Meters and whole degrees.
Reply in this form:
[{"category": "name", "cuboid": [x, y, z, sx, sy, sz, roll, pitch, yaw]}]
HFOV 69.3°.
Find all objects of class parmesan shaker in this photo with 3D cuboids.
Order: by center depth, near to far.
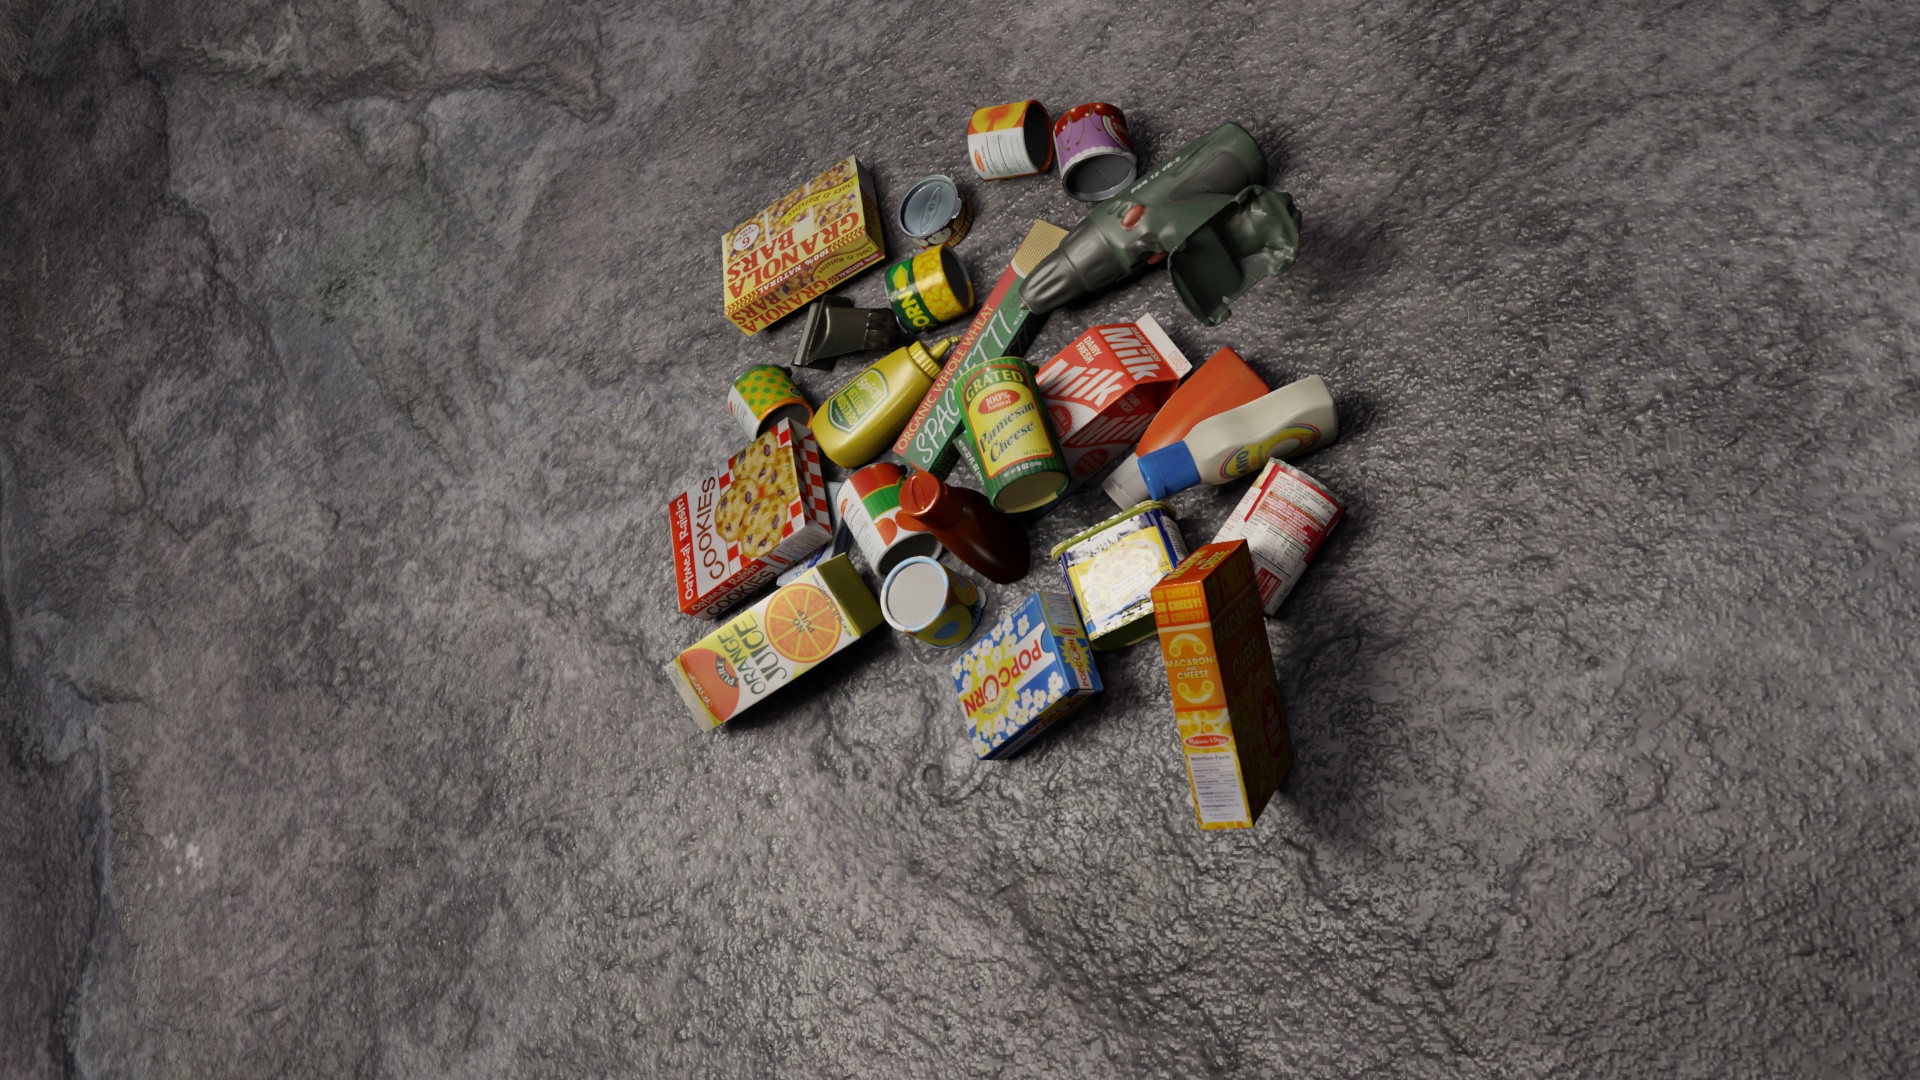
[{"category": "parmesan shaker", "cuboid": [0.043, -0.082, 1.075, 0.071, 0.071, 0.103, -27, 64, 19]}]

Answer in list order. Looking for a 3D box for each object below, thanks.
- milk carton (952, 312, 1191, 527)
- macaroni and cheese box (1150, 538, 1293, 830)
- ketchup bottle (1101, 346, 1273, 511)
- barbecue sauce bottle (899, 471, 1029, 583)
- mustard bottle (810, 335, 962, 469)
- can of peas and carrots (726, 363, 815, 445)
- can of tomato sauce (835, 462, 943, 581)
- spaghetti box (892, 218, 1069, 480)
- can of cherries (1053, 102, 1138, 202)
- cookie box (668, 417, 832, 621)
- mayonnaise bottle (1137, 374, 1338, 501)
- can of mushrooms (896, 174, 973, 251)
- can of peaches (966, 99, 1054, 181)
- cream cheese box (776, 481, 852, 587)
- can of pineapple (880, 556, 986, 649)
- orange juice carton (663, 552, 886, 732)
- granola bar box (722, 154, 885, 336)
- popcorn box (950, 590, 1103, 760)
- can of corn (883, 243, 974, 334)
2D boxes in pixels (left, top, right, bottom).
[{"category": "milk carton", "cuboid": [0.096, -0.104, 1.136, 0.190, 0.073, 0.072, -39, 58, 12]}, {"category": "macaroni and cheese box", "cuboid": [0.179, 0.094, 0.944, 0.040, 0.124, 0.166, -10, 98, 27]}, {"category": "ketchup bottle", "cuboid": [0.177, -0.082, 1.099, 0.148, 0.043, 0.065, -43, 57, 10]}, {"category": "barbecue sauce bottle", "cuboid": [0.004, -0.014, 1.111, 0.043, 0.148, 0.065, -23, 63, 21]}, {"category": "mustard bottle", "cuboid": [-0.062, -0.135, 1.255, 0.160, 0.048, 0.065, -41, 56, 11]}, {"category": "can of peas and carrots", "cuboid": [-0.176, -0.125, 1.309, 0.071, 0.071, 0.059, -44, 57, 9]}, {"category": "can of tomato sauce", "cuboid": [-0.060, -0.016, 1.200, 0.071, 0.071, 0.083, -40, 58, 12]}, {"category": "spaghetti box", "cuboid": [0.026, -0.167, 1.228, 0.050, 0.028, 0.250, 32, 90, 35]}, {"category": "can of cherries", "cuboid": [0.120, -0.341, 1.216, 0.071, 0.071, 0.058, -19, 63, 24]}, {"category": "cookie box", "cuboid": [-0.196, -0.017, 1.276, 0.167, 0.040, 0.123, -32, 53, 27]}, {"category": "mayonnaise bottle", "cuboid": [0.208, -0.073, 1.045, 0.148, 0.064, 0.041, -22, 59, 3]}, {"category": "can of mushrooms", "cuboid": [-0.022, -0.306, 1.305, 0.071, 0.033, 0.071, -11, 66, 27]}, {"category": "can of peaches", "cuboid": [0.047, -0.366, 1.268, 0.058, 0.071, 0.071, 0, 73, 31]}, {"category": "cream cheese box", "cuboid": [-0.127, -0.002, 1.258, 0.053, 0.024, 0.104, 6, 75, 31]}, {"category": "can of pineapple", "cuboid": [-0.023, 0.051, 1.158, 0.071, 0.058, 0.071, -11, 67, 27]}, {"category": "orange juice carton", "cuboid": [-0.168, 0.093, 1.204, 0.192, 0.073, 0.072, -32, 89, 17]}, {"category": "granola bar box", "cuboid": [-0.156, -0.288, 1.360, 0.165, 0.039, 0.125, -26, 49, 20]}, {"category": "popcorn box", "cuboid": [0.049, 0.107, 1.078, 0.126, 0.038, 0.085, -45, 51, 41]}, {"category": "can of corn", "cuboid": [-0.027, -0.226, 1.258, 0.058, 0.071, 0.071, -20, 63, 23]}]
